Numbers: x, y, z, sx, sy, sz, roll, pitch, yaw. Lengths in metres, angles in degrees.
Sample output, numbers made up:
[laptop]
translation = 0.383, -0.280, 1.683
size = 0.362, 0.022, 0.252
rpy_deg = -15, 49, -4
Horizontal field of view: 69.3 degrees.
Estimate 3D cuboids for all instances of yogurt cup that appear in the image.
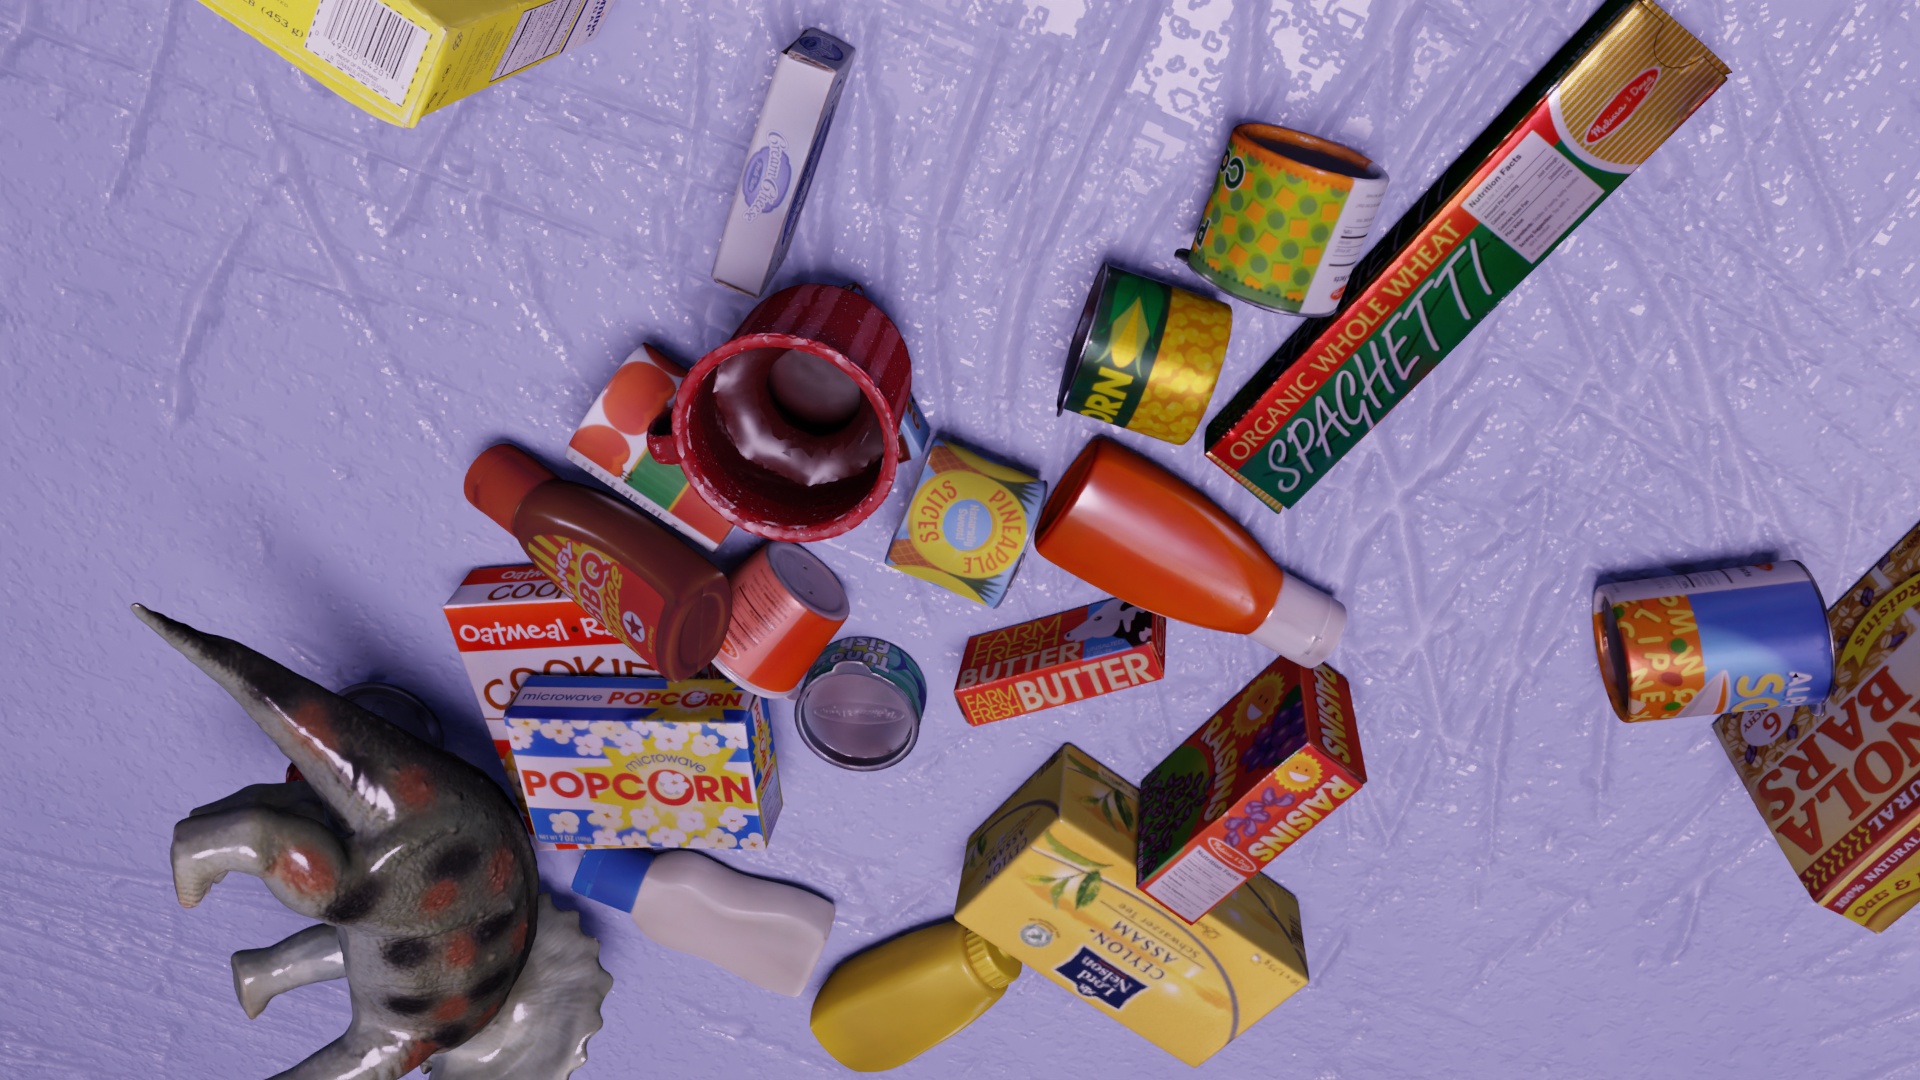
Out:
[yogurt cup]
translation = -0.093, 0.037, 0.694
size = 0.072, 0.073, 0.053
rpy_deg = 40, 109, -14

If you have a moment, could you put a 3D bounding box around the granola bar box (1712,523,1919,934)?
[granola bar box]
translation = 0.419, 0.070, 0.604
size = 0.039, 0.125, 0.164
rpy_deg = 26, 119, -8

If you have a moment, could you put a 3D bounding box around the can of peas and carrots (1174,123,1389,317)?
[can of peas and carrots]
translation = 0.130, -0.132, 0.566
size = 0.071, 0.071, 0.058
rpy_deg = 16, 119, -1

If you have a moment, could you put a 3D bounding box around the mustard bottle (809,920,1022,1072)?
[mustard bottle]
translation = -0.013, 0.258, 0.814
size = 0.160, 0.049, 0.065
rpy_deg = -32, 110, 22

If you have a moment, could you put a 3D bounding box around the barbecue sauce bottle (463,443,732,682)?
[barbecue sauce bottle]
translation = -0.176, 0.004, 0.666
size = 0.149, 0.044, 0.064
rpy_deg = 33, 134, 22

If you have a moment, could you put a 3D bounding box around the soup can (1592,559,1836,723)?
[soup can]
translation = 0.342, 0.050, 0.635
size = 0.084, 0.072, 0.071
rpy_deg = -9, 117, 13

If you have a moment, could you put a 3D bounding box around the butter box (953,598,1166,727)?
[butter box]
translation = 0.050, 0.058, 0.691
size = 0.103, 0.053, 0.024
rpy_deg = -16, 114, 16

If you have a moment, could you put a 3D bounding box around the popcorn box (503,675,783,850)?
[popcorn box]
translation = -0.161, 0.114, 0.713
size = 0.127, 0.038, 0.084
rpy_deg = 0, 120, 7

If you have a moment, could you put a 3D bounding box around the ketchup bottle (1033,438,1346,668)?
[ketchup bottle]
translation = 0.112, 0.012, 0.662
size = 0.149, 0.044, 0.064
rpy_deg = 29, 115, -8

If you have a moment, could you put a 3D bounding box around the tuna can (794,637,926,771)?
[tuna can]
translation = -0.052, 0.084, 0.731
size = 0.071, 0.033, 0.070
rpy_deg = 3, 119, 6

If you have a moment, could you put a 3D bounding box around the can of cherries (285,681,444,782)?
[can of cherries]
translation = -0.334, 0.121, 0.772
size = 0.071, 0.072, 0.058
rpy_deg = 36, 119, -12

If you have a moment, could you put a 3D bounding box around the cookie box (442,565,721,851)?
[cookie box]
translation = -0.191, 0.091, 0.751
size = 0.123, 0.040, 0.166
rpy_deg = -4, 119, 10

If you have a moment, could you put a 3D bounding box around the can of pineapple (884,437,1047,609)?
[can of pineapple]
translation = 0.002, -0.008, 0.651
size = 0.058, 0.071, 0.070
rpy_deg = 22, 120, -4

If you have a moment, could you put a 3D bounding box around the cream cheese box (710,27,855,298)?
[cream cheese box]
translation = -0.075, -0.160, 0.587
size = 0.024, 0.053, 0.103
rpy_deg = 21, 120, -6

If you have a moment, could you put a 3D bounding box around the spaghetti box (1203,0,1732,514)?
[spaghetti box]
translation = 0.202, -0.113, 0.587
size = 0.050, 0.029, 0.249
rpy_deg = 35, 118, -12

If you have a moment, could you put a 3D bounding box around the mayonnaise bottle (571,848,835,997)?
[mayonnaise bottle]
translation = -0.152, 0.215, 0.815
size = 0.148, 0.041, 0.064
rpy_deg = 23, 118, -4

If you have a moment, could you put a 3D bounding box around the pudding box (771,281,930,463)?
[pudding box]
translation = -0.053, -0.072, 0.646
size = 0.049, 0.030, 0.083
rpy_deg = -18, 115, 16

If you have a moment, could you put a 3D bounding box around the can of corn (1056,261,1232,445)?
[can of corn]
translation = 0.079, -0.078, 0.601
size = 0.058, 0.071, 0.070
rpy_deg = 17, 120, -2

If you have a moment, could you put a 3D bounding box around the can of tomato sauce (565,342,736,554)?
[can of tomato sauce]
translation = -0.131, -0.045, 0.652
size = 0.083, 0.071, 0.071
rpy_deg = 34, 118, -10

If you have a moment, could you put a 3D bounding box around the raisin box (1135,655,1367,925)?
[raisin box]
translation = 0.143, 0.122, 0.694
size = 0.040, 0.086, 0.123
rpy_deg = 36, 118, -10
